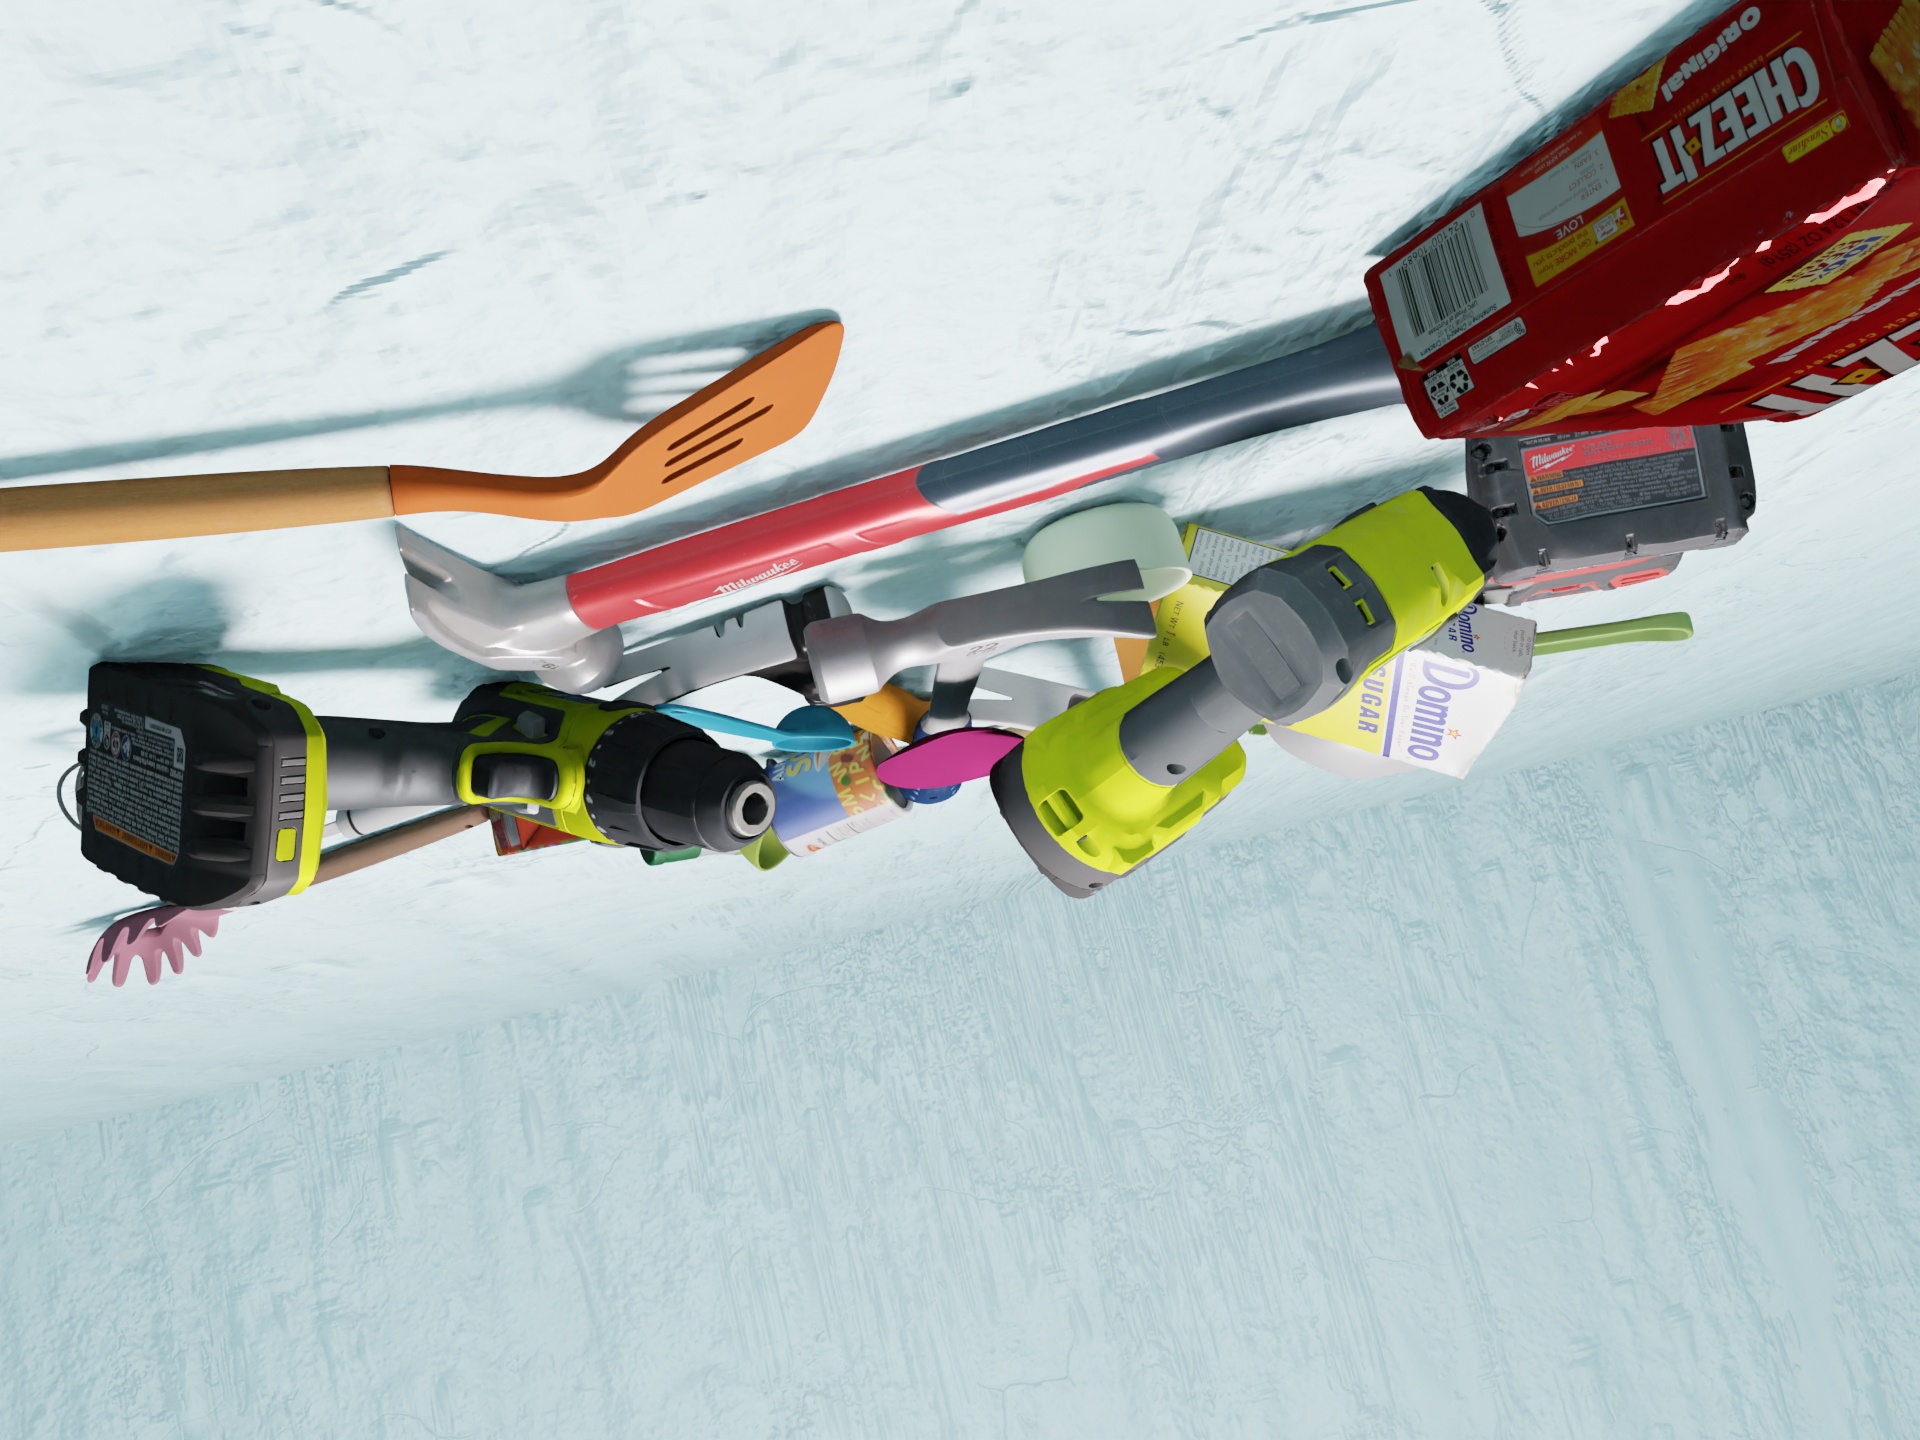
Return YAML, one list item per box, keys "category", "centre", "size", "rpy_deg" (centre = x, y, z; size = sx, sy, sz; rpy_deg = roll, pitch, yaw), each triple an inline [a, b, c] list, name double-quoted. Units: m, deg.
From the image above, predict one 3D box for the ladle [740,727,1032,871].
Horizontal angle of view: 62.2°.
- category: "ladle"
  centre: [-0.011, 0.038, 1.168]
  size: [0.320, 0.062, 0.078]
  rpy_deg: [-16, 150, -9]

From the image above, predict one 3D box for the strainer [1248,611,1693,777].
- category: "strainer"
  centre: [0.290, -0.013, 0.902]
  size: [0.256, 0.069, 0.151]
  rpy_deg: [-9, 162, 4]

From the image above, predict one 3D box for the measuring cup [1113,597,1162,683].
- category: "measuring cup"
  centre: [0.168, -0.059, 0.913]
  size: [0.173, 0.052, 0.095]
  rpy_deg: [-11, 168, -20]

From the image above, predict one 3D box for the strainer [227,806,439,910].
- category: "strainer"
  centre: [-0.347, 0.060, 0.887]
  size: [0.258, 0.050, 0.086]
  rpy_deg: [-19, 154, 8]

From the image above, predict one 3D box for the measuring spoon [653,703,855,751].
- category: "measuring spoon"
  centre: [-0.100, -0.004, 0.770]
  size: [0.042, 0.021, 0.128]
  rpy_deg: [-10, 165, 35]

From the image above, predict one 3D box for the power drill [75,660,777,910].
- category: "power drill"
  centre: [-0.206, 0.023, 0.638]
  size: [0.191, 0.080, 0.228]
  rpy_deg: [11, -173, 42]

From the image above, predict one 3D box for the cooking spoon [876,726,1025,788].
- category: "cooking spoon"
  centre: [0.036, 0.023, 0.864]
  size: [0.069, 0.017, 0.318]
  rpy_deg: [-23, 168, 18]

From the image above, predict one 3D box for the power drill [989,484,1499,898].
- category: "power drill"
  centre: [0.125, -0.016, 0.691]
  size: [0.171, 0.080, 0.223]
  rpy_deg: [-28, 171, -41]

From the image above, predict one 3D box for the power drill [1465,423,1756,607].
- category: "power drill"
  centre: [0.284, -0.098, 0.807]
  size: [0.188, 0.080, 0.226]
  rpy_deg: [-9, 174, 10]

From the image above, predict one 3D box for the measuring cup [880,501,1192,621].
- category: "measuring cup"
  centre: [0.022, -0.066, 0.728]
  size: [0.167, 0.038, 0.083]
  rpy_deg: [-10, 169, -10]

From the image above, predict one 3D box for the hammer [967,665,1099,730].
- category: "hammer"
  centre: [0.096, 0.017, 1.085]
  size: [0.146, 0.035, 0.334]
  rpy_deg: [13, 175, 10]

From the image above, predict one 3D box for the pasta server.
- category: "pasta server"
  centre: [-0.436, 0.111, 1.029]
  size: [0.316, 0.040, 0.060]
  rpy_deg: [-19, 157, 17]

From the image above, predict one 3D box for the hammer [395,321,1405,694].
- category: "hammer"
  centre: [-0.005, -0.088, 0.578]
  size: [0.386, 0.038, 0.143]
  rpy_deg: [-16, 168, 8]

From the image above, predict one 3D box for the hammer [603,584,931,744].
- category: "hammer"
  centre: [-0.069, -0.012, 0.890]
  size: [0.127, 0.034, 0.336]
  rpy_deg: [-18, 169, 13]

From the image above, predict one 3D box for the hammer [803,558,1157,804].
- category: "hammer"
  centre: [-0.001, -0.003, 0.825]
  size: [0.144, 0.035, 0.405]
  rpy_deg: [-13, 170, -6]

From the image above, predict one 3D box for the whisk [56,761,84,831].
- category: "whisk"
  centre: [-0.309, 0.028, 0.759]
  size: [0.055, 0.055, 0.239]
  rpy_deg: [-21, 172, 30]

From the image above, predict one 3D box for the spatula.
- category: "spatula"
  centre: [-0.191, -0.073, 0.459]
  size: [0.322, 0.041, 0.081]
  rpy_deg: [-7, 168, -16]
